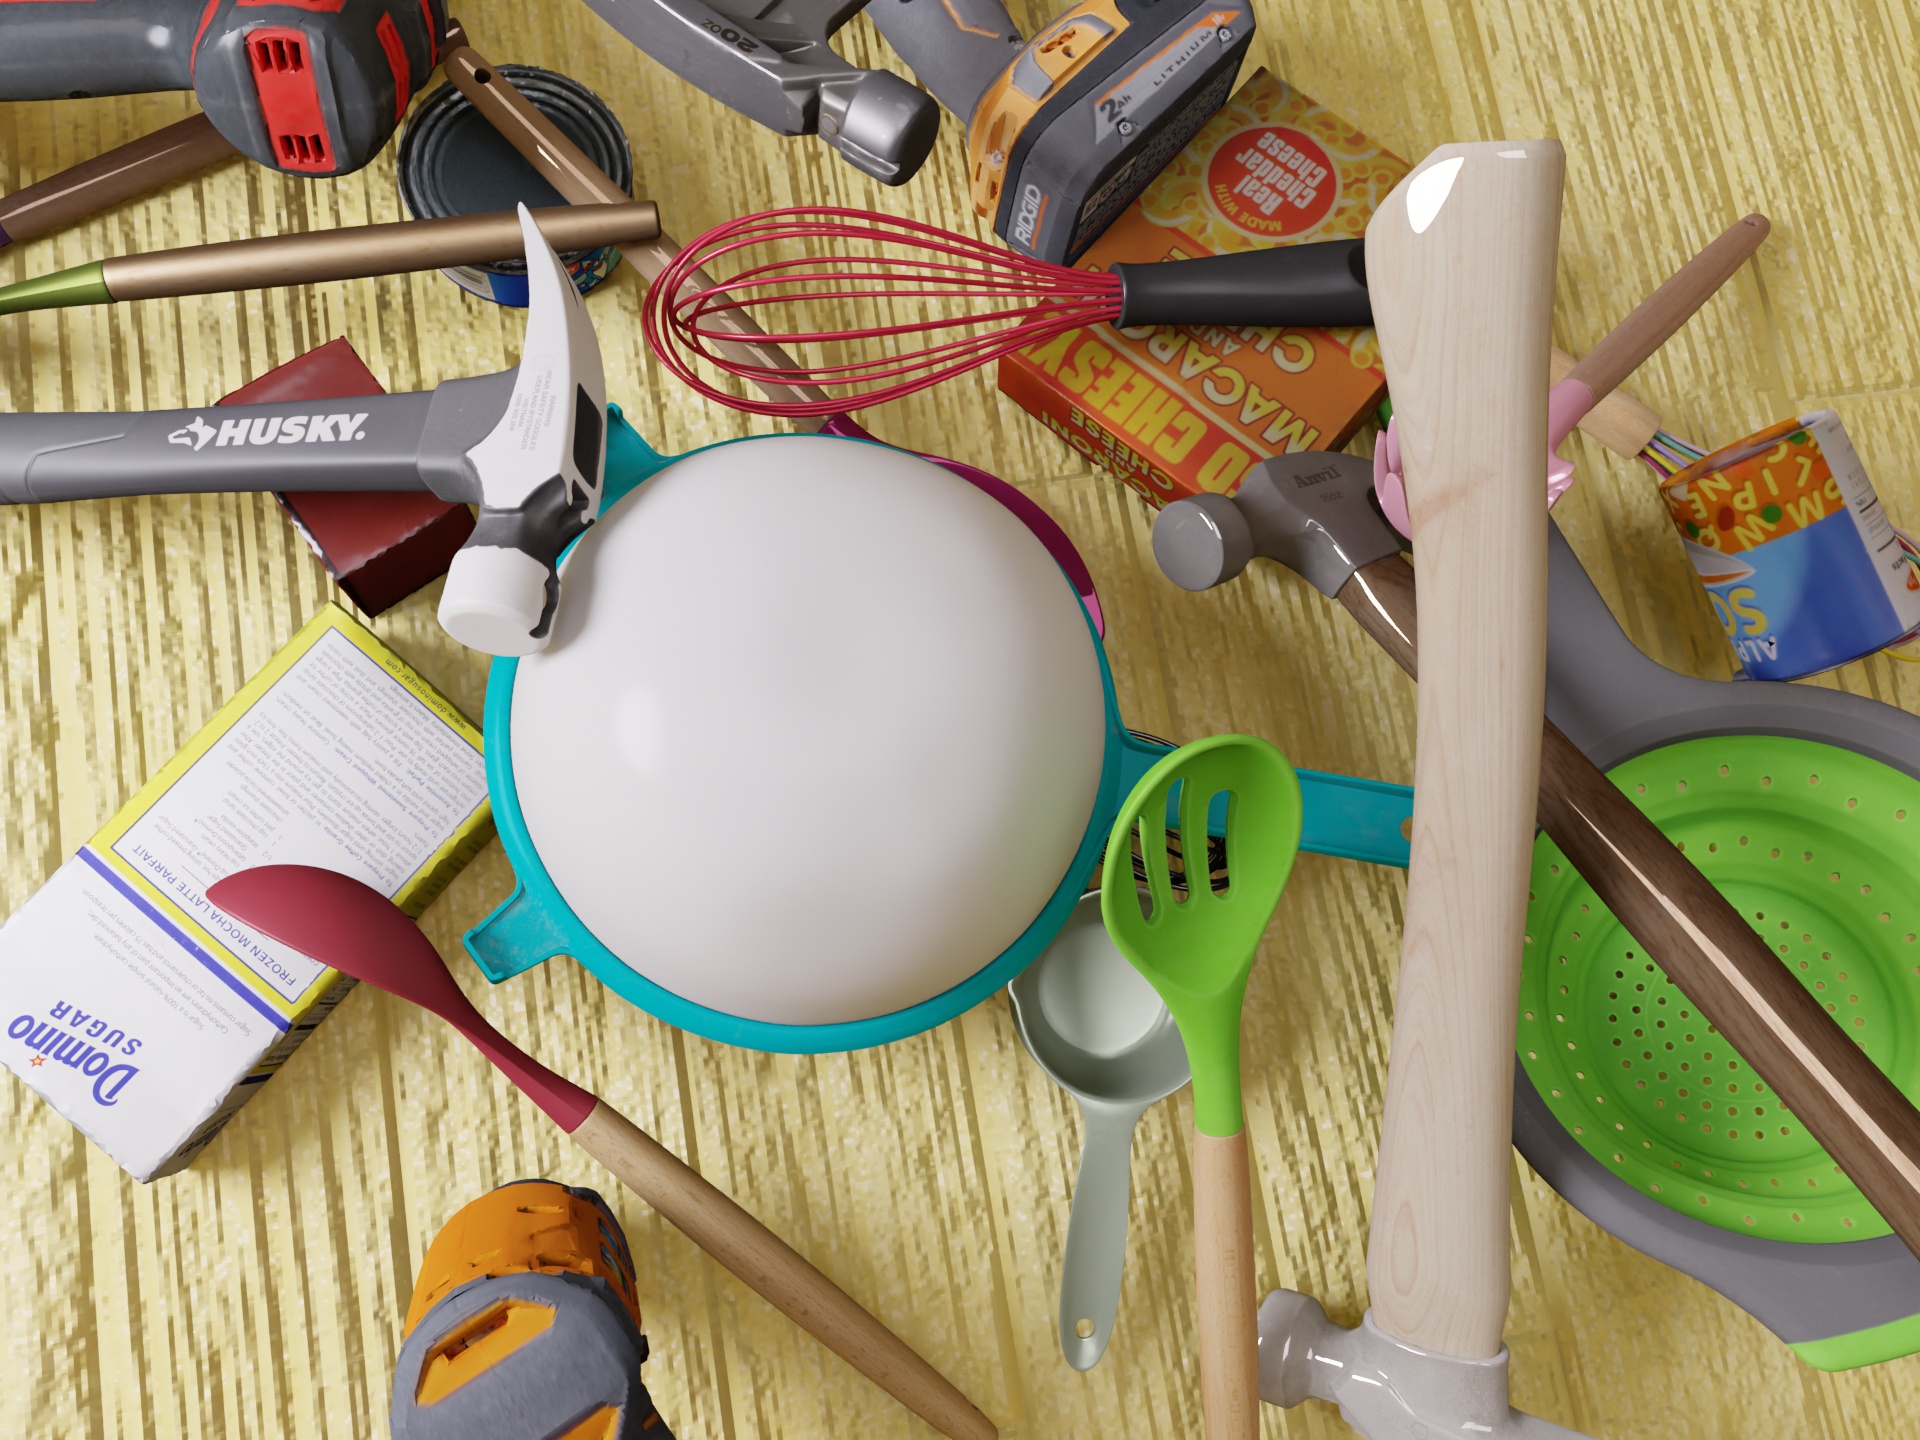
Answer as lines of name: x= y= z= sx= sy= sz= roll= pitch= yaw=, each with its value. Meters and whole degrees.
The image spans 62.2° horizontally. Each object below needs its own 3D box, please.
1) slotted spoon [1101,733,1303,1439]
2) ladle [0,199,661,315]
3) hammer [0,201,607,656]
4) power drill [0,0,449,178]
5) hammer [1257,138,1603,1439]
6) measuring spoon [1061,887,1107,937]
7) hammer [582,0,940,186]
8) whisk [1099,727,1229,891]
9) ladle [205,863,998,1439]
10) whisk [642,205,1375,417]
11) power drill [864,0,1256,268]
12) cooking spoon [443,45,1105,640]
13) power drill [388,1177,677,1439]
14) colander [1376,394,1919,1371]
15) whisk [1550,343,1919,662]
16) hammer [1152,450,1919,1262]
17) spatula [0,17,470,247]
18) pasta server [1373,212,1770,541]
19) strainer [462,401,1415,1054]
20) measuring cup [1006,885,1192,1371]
slotted spoon: x=0.081 y=0.150 z=0.501 sx=0.070 sy=0.031 sz=0.313 roll=-13 pitch=109 yaw=-24
ladle: x=-0.265 y=-0.166 z=0.543 sx=0.320 sy=0.078 sz=0.062 roll=-8 pitch=106 yaw=-6
hammer: x=-0.273 y=-0.091 z=0.514 sx=0.335 sy=0.035 sz=0.146 roll=0 pitch=65 yaw=12
power drill: x=-0.293 y=-0.256 z=0.558 sx=0.226 sy=0.080 sz=0.188 roll=0 pitch=44 yaw=-3
hammer: x=0.158 y=0.047 z=0.466 sx=0.146 sy=0.038 sz=0.410 roll=8 pitch=110 yaw=31
measuring spoon: x=0.004 y=0.044 z=0.585 sx=0.124 sy=0.018 sz=0.034 roll=32 pitch=75 yaw=-1
hammer: x=0.019 y=-0.341 z=0.588 sx=0.149 sy=0.036 sz=0.359 roll=35 pitch=66 yaw=8
whisk: x=0.000 y=-0.003 z=0.582 sx=0.239 sy=0.055 sz=0.055 roll=27 pitch=76 yaw=3
ladle: x=-0.102 y=0.144 z=0.510 sx=0.315 sy=0.069 sz=0.031 roll=43 pitch=79 yaw=-13
whisk: x=0.037 y=-0.151 z=0.566 sx=0.295 sy=0.073 sz=0.073 roll=-6 pitch=79 yaw=-11
power drill: x=0.009 y=-0.310 z=0.634 sx=0.226 sy=0.084 sz=0.185 roll=41 pitch=74 yaw=7
cooking spoon: x=-0.068 y=-0.128 z=0.591 sx=0.319 sy=0.017 sz=0.069 roll=44 pitch=80 yaw=-8
power drill: x=-0.087 y=0.240 z=0.474 sx=0.084 sy=0.164 sz=0.226 roll=-31 pitch=96 yaw=-13
colander: x=0.251 y=0.028 z=0.594 sx=0.204 sy=0.094 sz=0.397 roll=-25 pitch=63 yaw=7
whisk: x=0.297 y=-0.101 z=0.647 sx=0.245 sy=0.051 sz=0.047 roll=36 pitch=81 yaw=4
hammer: x=0.207 y=0.036 z=0.509 sx=0.130 sy=0.031 sz=0.331 roll=-22 pitch=66 yaw=-37
spatula: x=-0.329 y=-0.193 z=0.590 sx=0.316 sy=0.018 sz=0.060 roll=-29 pitch=86 yaw=-12
pasta server: x=0.245 y=-0.138 z=0.598 sx=0.060 sy=0.040 sz=0.316 roll=34 pitch=52 yaw=24
strainer: x=0.020 y=0.005 z=0.497 sx=0.340 sy=0.095 sz=0.211 roll=10 pitch=75 yaw=-6
measuring cup: x=0.049 y=0.141 z=0.566 sx=0.083 sy=0.038 sz=0.167 roll=7 pitch=87 yaw=-8
